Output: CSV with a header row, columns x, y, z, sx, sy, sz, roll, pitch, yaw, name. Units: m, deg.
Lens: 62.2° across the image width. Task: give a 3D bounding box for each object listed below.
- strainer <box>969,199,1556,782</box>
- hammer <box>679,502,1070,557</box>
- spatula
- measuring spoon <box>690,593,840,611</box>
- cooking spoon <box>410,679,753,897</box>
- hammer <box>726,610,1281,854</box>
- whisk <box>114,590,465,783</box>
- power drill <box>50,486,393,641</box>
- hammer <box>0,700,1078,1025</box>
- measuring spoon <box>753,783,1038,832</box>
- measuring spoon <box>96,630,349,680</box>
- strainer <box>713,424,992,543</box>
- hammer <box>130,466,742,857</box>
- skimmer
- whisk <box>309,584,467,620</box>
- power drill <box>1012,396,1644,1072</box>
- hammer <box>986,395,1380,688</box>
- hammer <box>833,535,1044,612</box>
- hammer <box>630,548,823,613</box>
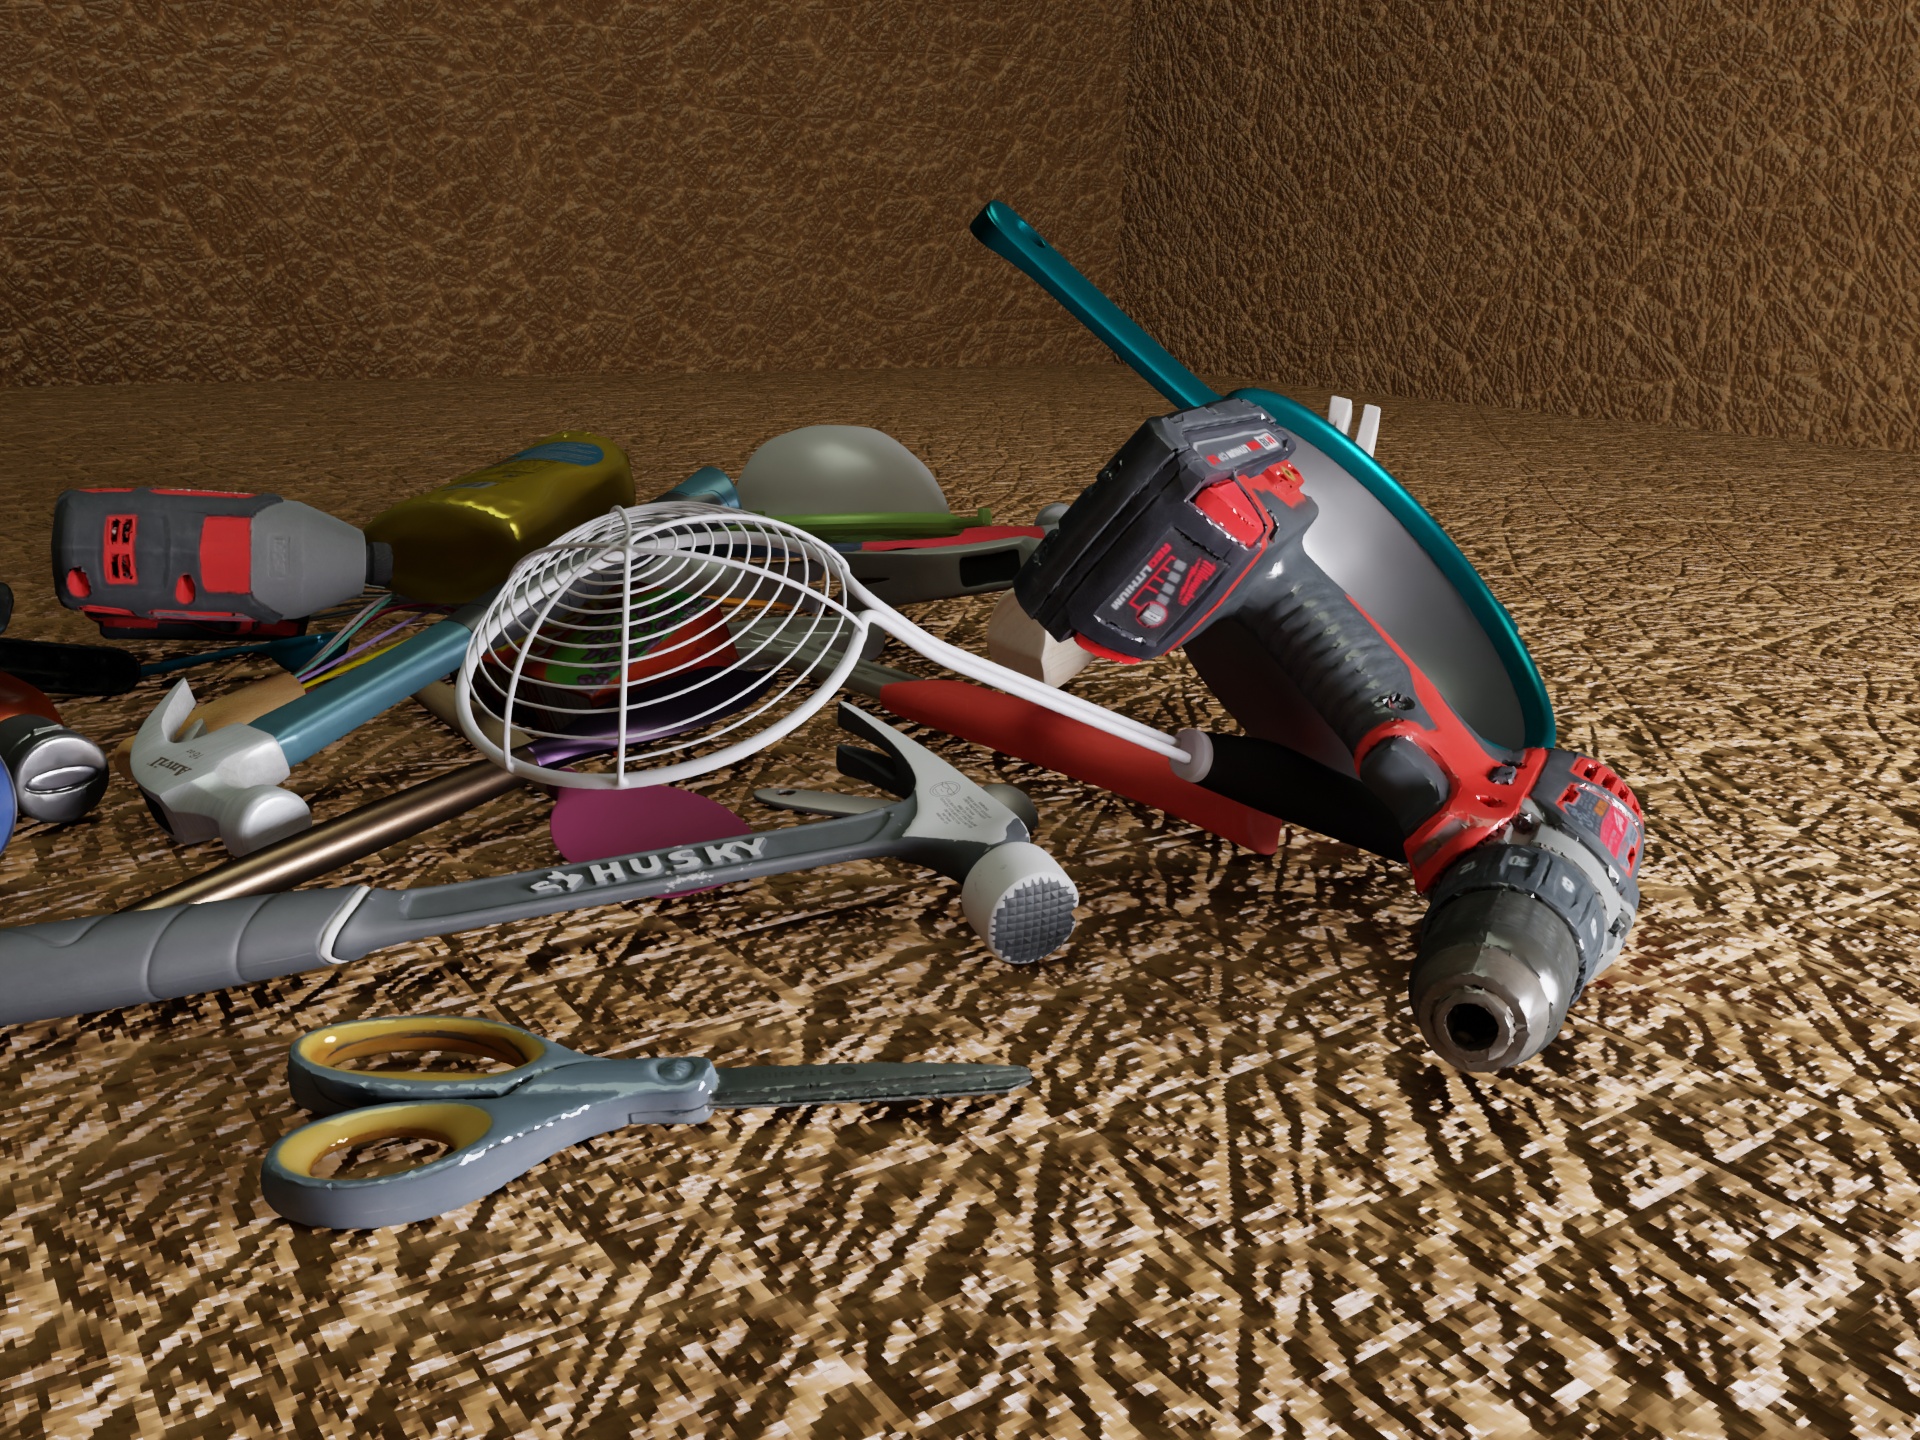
x,y,z,sx,sy,sz,roll,pitch,yaw,name
0.114,-0.082,0.707,0.340,0.095,0.211,40,32,-10,strainer
-0.083,-0.128,1.165,0.386,0.038,0.143,-1,18,-11,hammer
-0.188,0.026,0.621,0.060,0.018,0.316,13,25,34,spatula
-0.125,-0.081,1.043,0.117,0.011,0.021,5,17,11,measuring spoon
-0.181,0.021,0.685,0.068,0.017,0.319,-16,24,-33,cooking spoon
-0.001,-0.002,0.750,0.149,0.036,0.359,-12,21,-39,hammer
-0.312,-0.022,0.777,0.047,0.051,0.245,12,21,14,whisk
-0.374,-0.079,0.805,0.143,0.078,0.220,0,3,-27,power drill
-0.175,0.058,0.509,0.408,0.036,0.149,-7,28,-23,hammer
-0.028,0.031,0.663,0.124,0.018,0.034,5,17,14,measuring spoon
-0.386,-0.026,0.835,0.128,0.021,0.042,-12,4,-14,measuring spoon
-0.093,-0.147,1.005,0.151,0.069,0.256,-4,7,-21,strainer
-0.216,-0.042,0.722,0.128,0.033,0.331,13,36,34,hammer
0.017,0.015,0.553,0.363,0.090,0.127,20,29,-28,skimmer
-0.334,-0.077,0.963,0.239,0.055,0.055,6,16,-1,whisk
0.126,0.003,0.523,0.227,0.080,0.188,46,30,9,power drill
0.132,-0.090,0.837,0.038,0.146,0.410,20,21,26,hammer
-0.028,-0.088,0.923,0.130,0.031,0.331,-9,7,-14,hammer
-0.254,-0.113,1.059,0.144,0.035,0.406,1,9,-44,hammer
